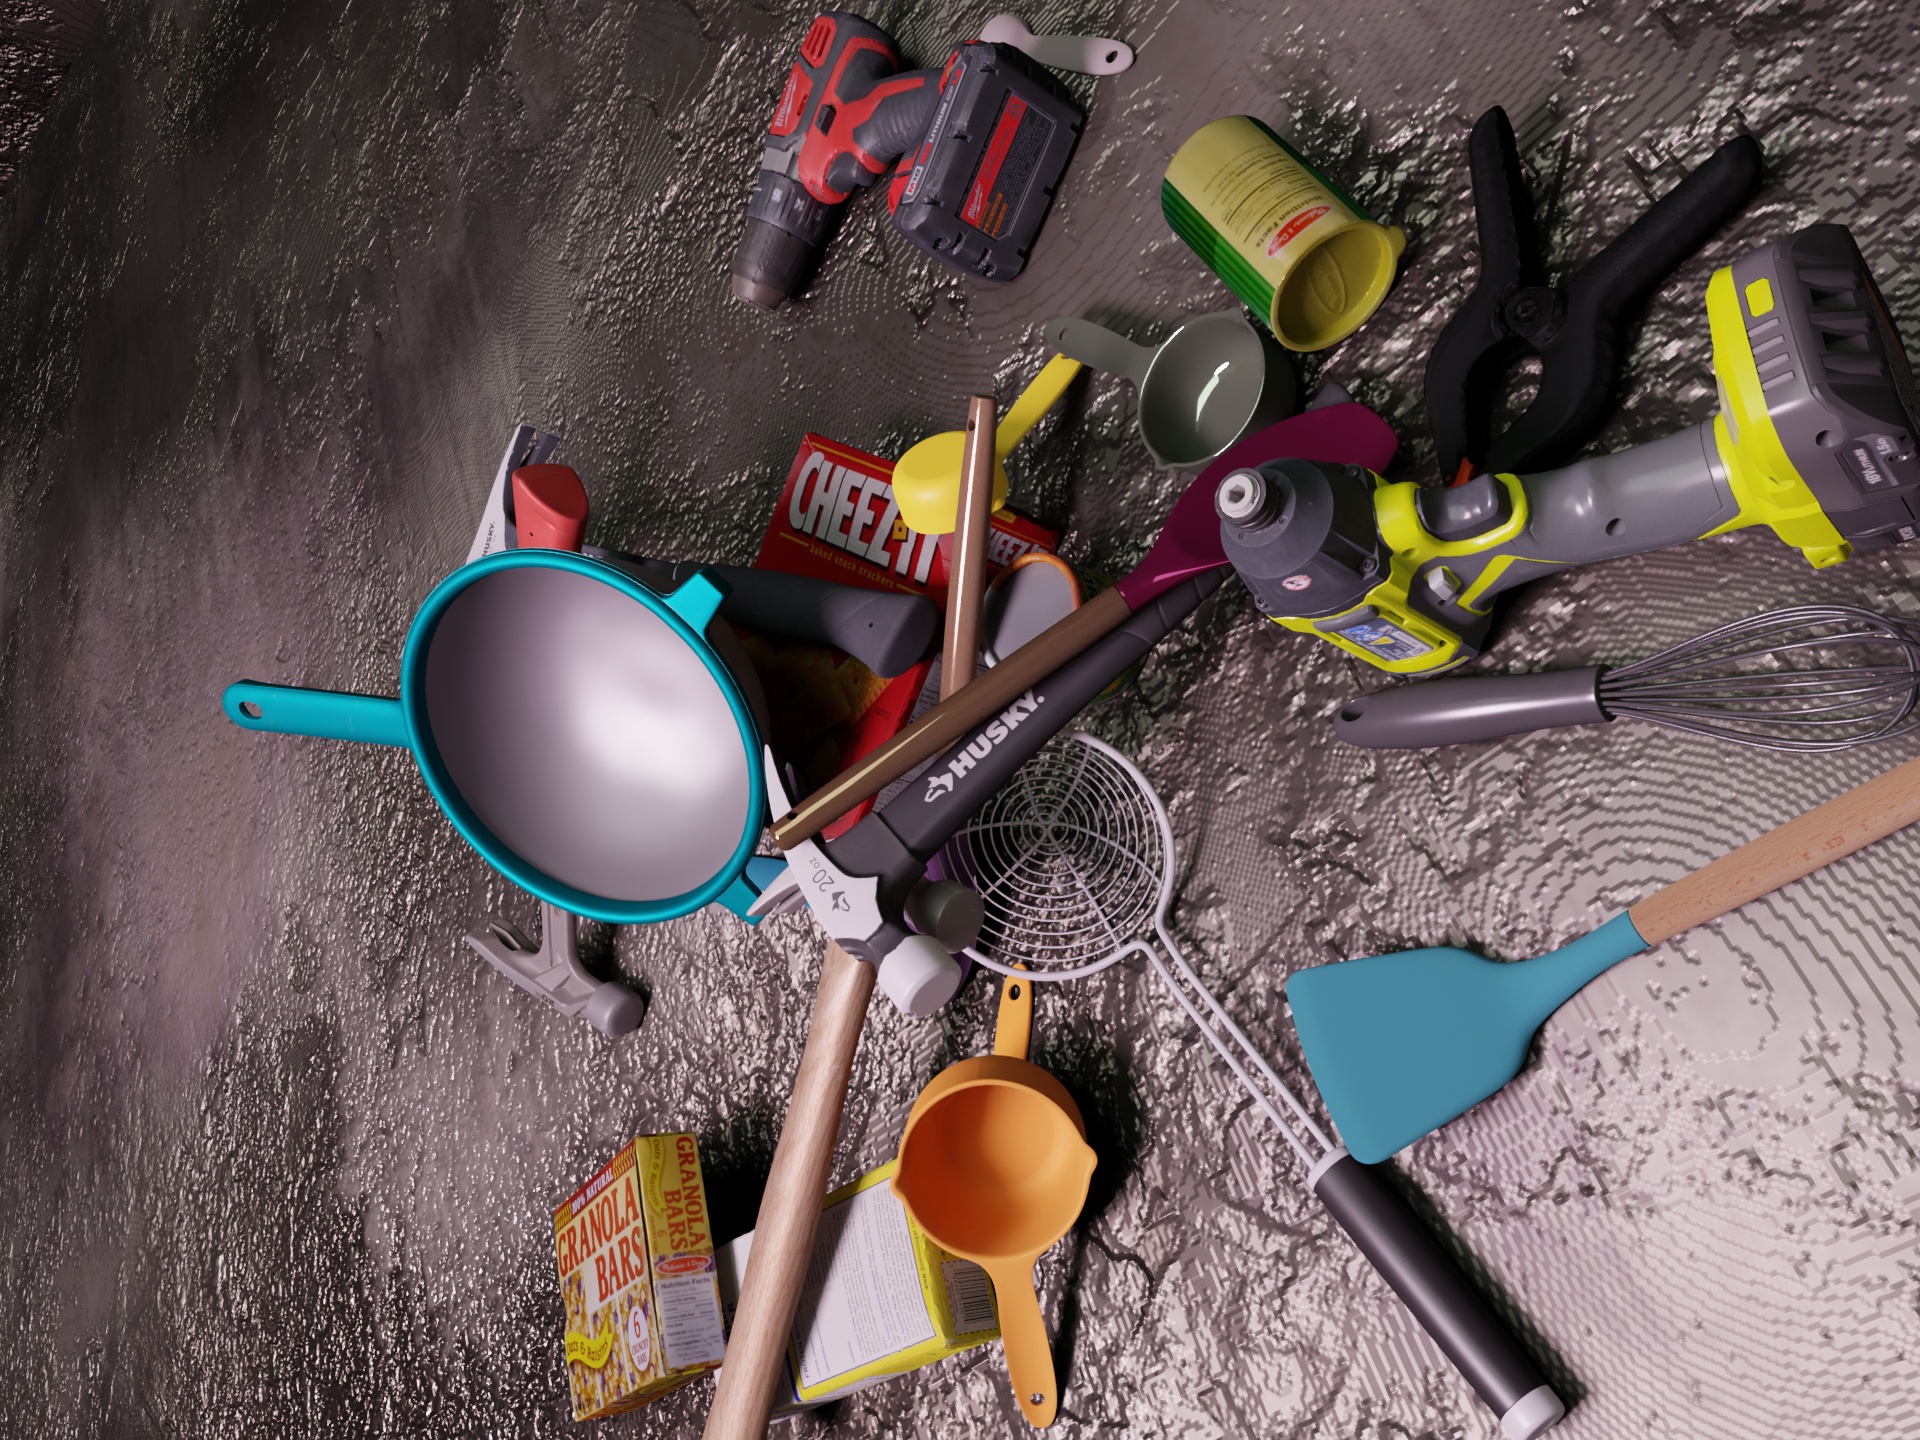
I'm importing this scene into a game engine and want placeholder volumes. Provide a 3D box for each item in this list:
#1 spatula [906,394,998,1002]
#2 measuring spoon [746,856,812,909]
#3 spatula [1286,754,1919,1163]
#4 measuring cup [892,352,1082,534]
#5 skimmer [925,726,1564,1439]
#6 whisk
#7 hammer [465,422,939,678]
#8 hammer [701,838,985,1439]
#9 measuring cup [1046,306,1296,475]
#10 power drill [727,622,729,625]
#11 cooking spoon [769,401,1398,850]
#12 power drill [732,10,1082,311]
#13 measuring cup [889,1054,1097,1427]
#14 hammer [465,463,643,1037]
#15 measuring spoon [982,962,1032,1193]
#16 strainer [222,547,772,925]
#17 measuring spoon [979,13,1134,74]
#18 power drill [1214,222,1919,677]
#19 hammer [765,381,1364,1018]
[{"bbox_3d":[-0.001,-0.003,0.792,0.060,0.018,0.315,25,117,45],"label":"spatula"},{"bbox_3d":[-0.115,0.090,0.937,0.129,0.021,0.042,-3,77,41],"label":"measuring spoon"},{"bbox_3d":[0.265,0.062,0.572,0.317,0.044,0.082,-37,53,29],"label":"spatula"},{"bbox_3d":[0.020,-0.156,0.816,0.062,0.029,0.156,14,55,37],"label":"measuring cup"},{"bbox_3d":[0.103,0.142,0.671,0.127,0.090,0.364,-54,49,18],"label":"skimmer"},{"bbox_3d":[0.246,-0.007,0.609,0.239,0.055,0.055,-8,74,47],"label":"whisk"},{"bbox_3d":[-0.166,-0.085,0.916,0.409,0.036,0.149,14,90,42],"label":"hammer"},{"bbox_3d":[-0.079,0.216,0.781,0.130,0.031,0.331,22,101,43],"label":"hammer"},{"bbox_3d":[0.102,-0.172,0.796,0.168,0.038,0.083,39,108,48],"label":"measuring cup"},{"bbox_3d":[-0.246,-0.022,1.053,0.227,0.084,0.164,26,98,40],"label":"power drill"},{"bbox_3d":[0.049,-0.038,0.690,0.319,0.017,0.069,-35,46,3],"label":"cooking spoon"},{"bbox_3d":[-0.050,-0.322,0.951,0.227,0.080,0.188,32,101,46],"label":"power drill"},{"bbox_3d":[0.024,0.241,0.749,0.095,0.052,0.173,-10,99,5],"label":"measuring cup"},{"bbox_3d":[-0.252,0.018,0.961,0.149,0.036,0.358,24,123,32],"label":"hammer"},{"bbox_3d":[0.020,0.179,0.794,0.021,0.011,0.117,1,80,43],"label":"measuring spoon"},{"bbox_3d":[-0.240,-0.010,0.864,0.340,0.095,0.210,5,117,21],"label":"strainer"},{"bbox_3d":[0.052,-0.386,0.909,0.124,0.018,0.034,31,100,43],"label":"measuring spoon"},{"bbox_3d":[0.215,-0.083,0.573,0.223,0.171,0.080,-19,67,35],"label":"power drill"},{"bbox_3d":[0.056,-0.031,0.715,0.335,0.035,0.146,-43,56,-2],"label":"hammer"}]
